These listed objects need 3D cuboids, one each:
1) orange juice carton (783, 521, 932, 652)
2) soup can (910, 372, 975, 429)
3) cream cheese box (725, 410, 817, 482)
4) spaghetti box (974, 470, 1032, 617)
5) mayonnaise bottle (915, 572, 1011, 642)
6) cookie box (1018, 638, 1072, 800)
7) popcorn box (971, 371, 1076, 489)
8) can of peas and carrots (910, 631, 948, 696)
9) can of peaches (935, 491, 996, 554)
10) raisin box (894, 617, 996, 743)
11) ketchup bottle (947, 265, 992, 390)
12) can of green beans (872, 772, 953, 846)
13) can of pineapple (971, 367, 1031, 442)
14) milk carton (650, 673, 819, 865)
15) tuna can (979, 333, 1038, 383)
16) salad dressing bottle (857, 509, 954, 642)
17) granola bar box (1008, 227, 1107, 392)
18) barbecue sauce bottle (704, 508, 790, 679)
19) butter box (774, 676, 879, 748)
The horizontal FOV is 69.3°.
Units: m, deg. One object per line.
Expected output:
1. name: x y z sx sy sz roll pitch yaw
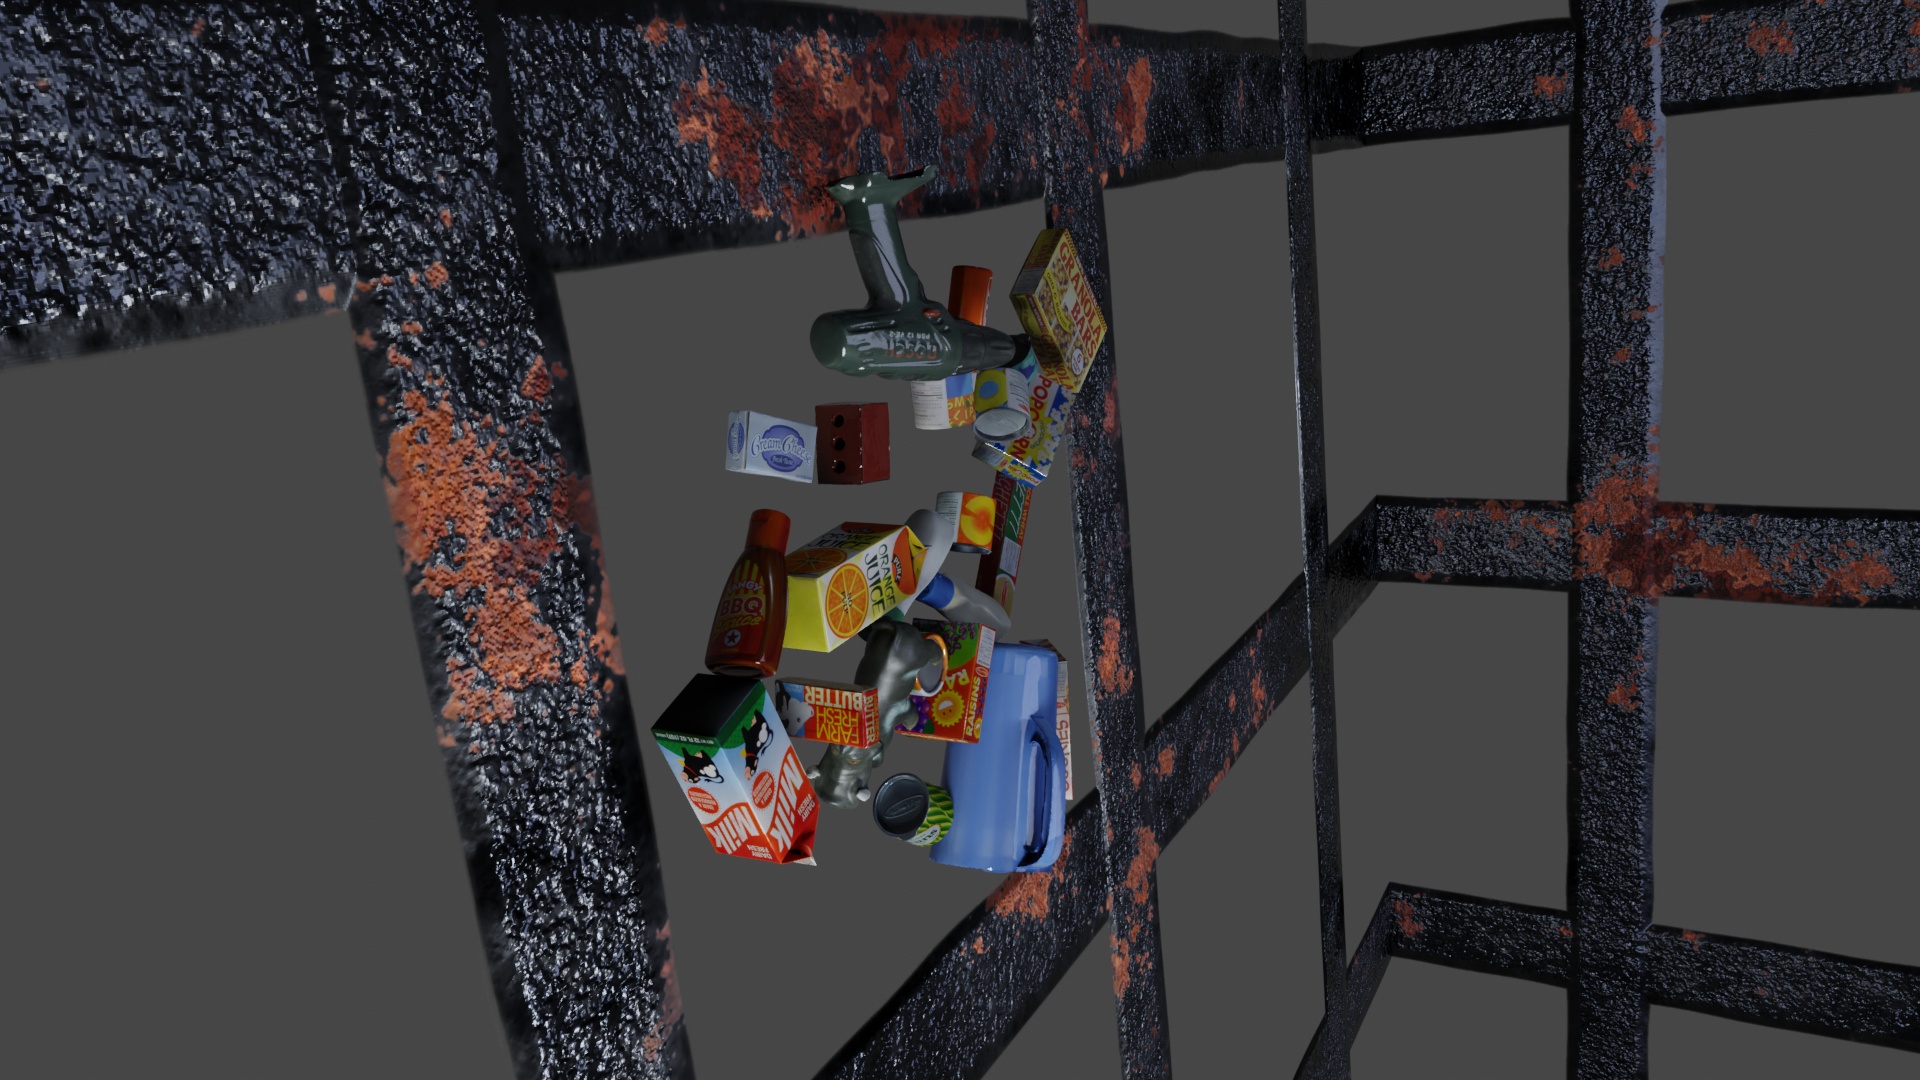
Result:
1. orange juice carton: -0.104 0.034 1.316 0.193 0.072 0.072 -34 121 -54
2. soup can: -0.018 -0.164 1.456 0.071 0.071 0.083 -30 118 -56
3. cream cheese box: -0.168 -0.083 1.245 0.104 0.024 0.053 8 85 -60
4. spaghetti box: 0.056 -0.025 1.631 0.050 0.028 0.250 33 64 -56
5. mayonnaise bottle: -0.003 0.067 1.507 0.041 0.065 0.148 -48 144 9
6. cookie box: 0.099 0.212 1.650 0.123 0.040 0.167 -135 -137 -79
7. popcorn box: 0.074 -0.135 1.604 0.085 0.038 0.127 29 60 -13
8. can of peas and carrots: -0.053 0.123 1.423 0.071 0.058 0.071 -8 99 -60
9. can of peaches: 0.005 -0.019 1.507 0.071 0.071 0.058 20 74 -59
10. raisin box: -0.016 0.147 1.461 0.040 0.086 0.123 33 63 -59
11. ketchup bottle: 0.004 -0.221 1.504 0.065 0.043 0.148 -138 -125 -80
12. can of green beans: -0.048 0.279 1.436 0.057 0.071 0.071 39 59 -55
13. can of pineapple: 0.042 -0.149 1.534 0.071 0.071 0.058 45 35 -52
14. milk carton: -0.183 0.210 1.192 0.074 0.072 0.189 -55 137 -44
15. tuna can: 0.055 -0.202 1.579 0.071 0.071 0.032 -63 143 -36
16. salad dressing bottle: -0.057 0.039 1.414 0.044 0.064 0.148 45 61 -35
17. granola bar box: 0.123 -0.283 1.719 0.165 0.039 0.125 60 43 -42
18. barbecue sauce bottle: -0.177 0.045 1.205 0.043 0.065 0.149 50 42 -53
19. butter box: -0.122 0.155 1.262 0.024 0.103 0.053 -12 103 -58
